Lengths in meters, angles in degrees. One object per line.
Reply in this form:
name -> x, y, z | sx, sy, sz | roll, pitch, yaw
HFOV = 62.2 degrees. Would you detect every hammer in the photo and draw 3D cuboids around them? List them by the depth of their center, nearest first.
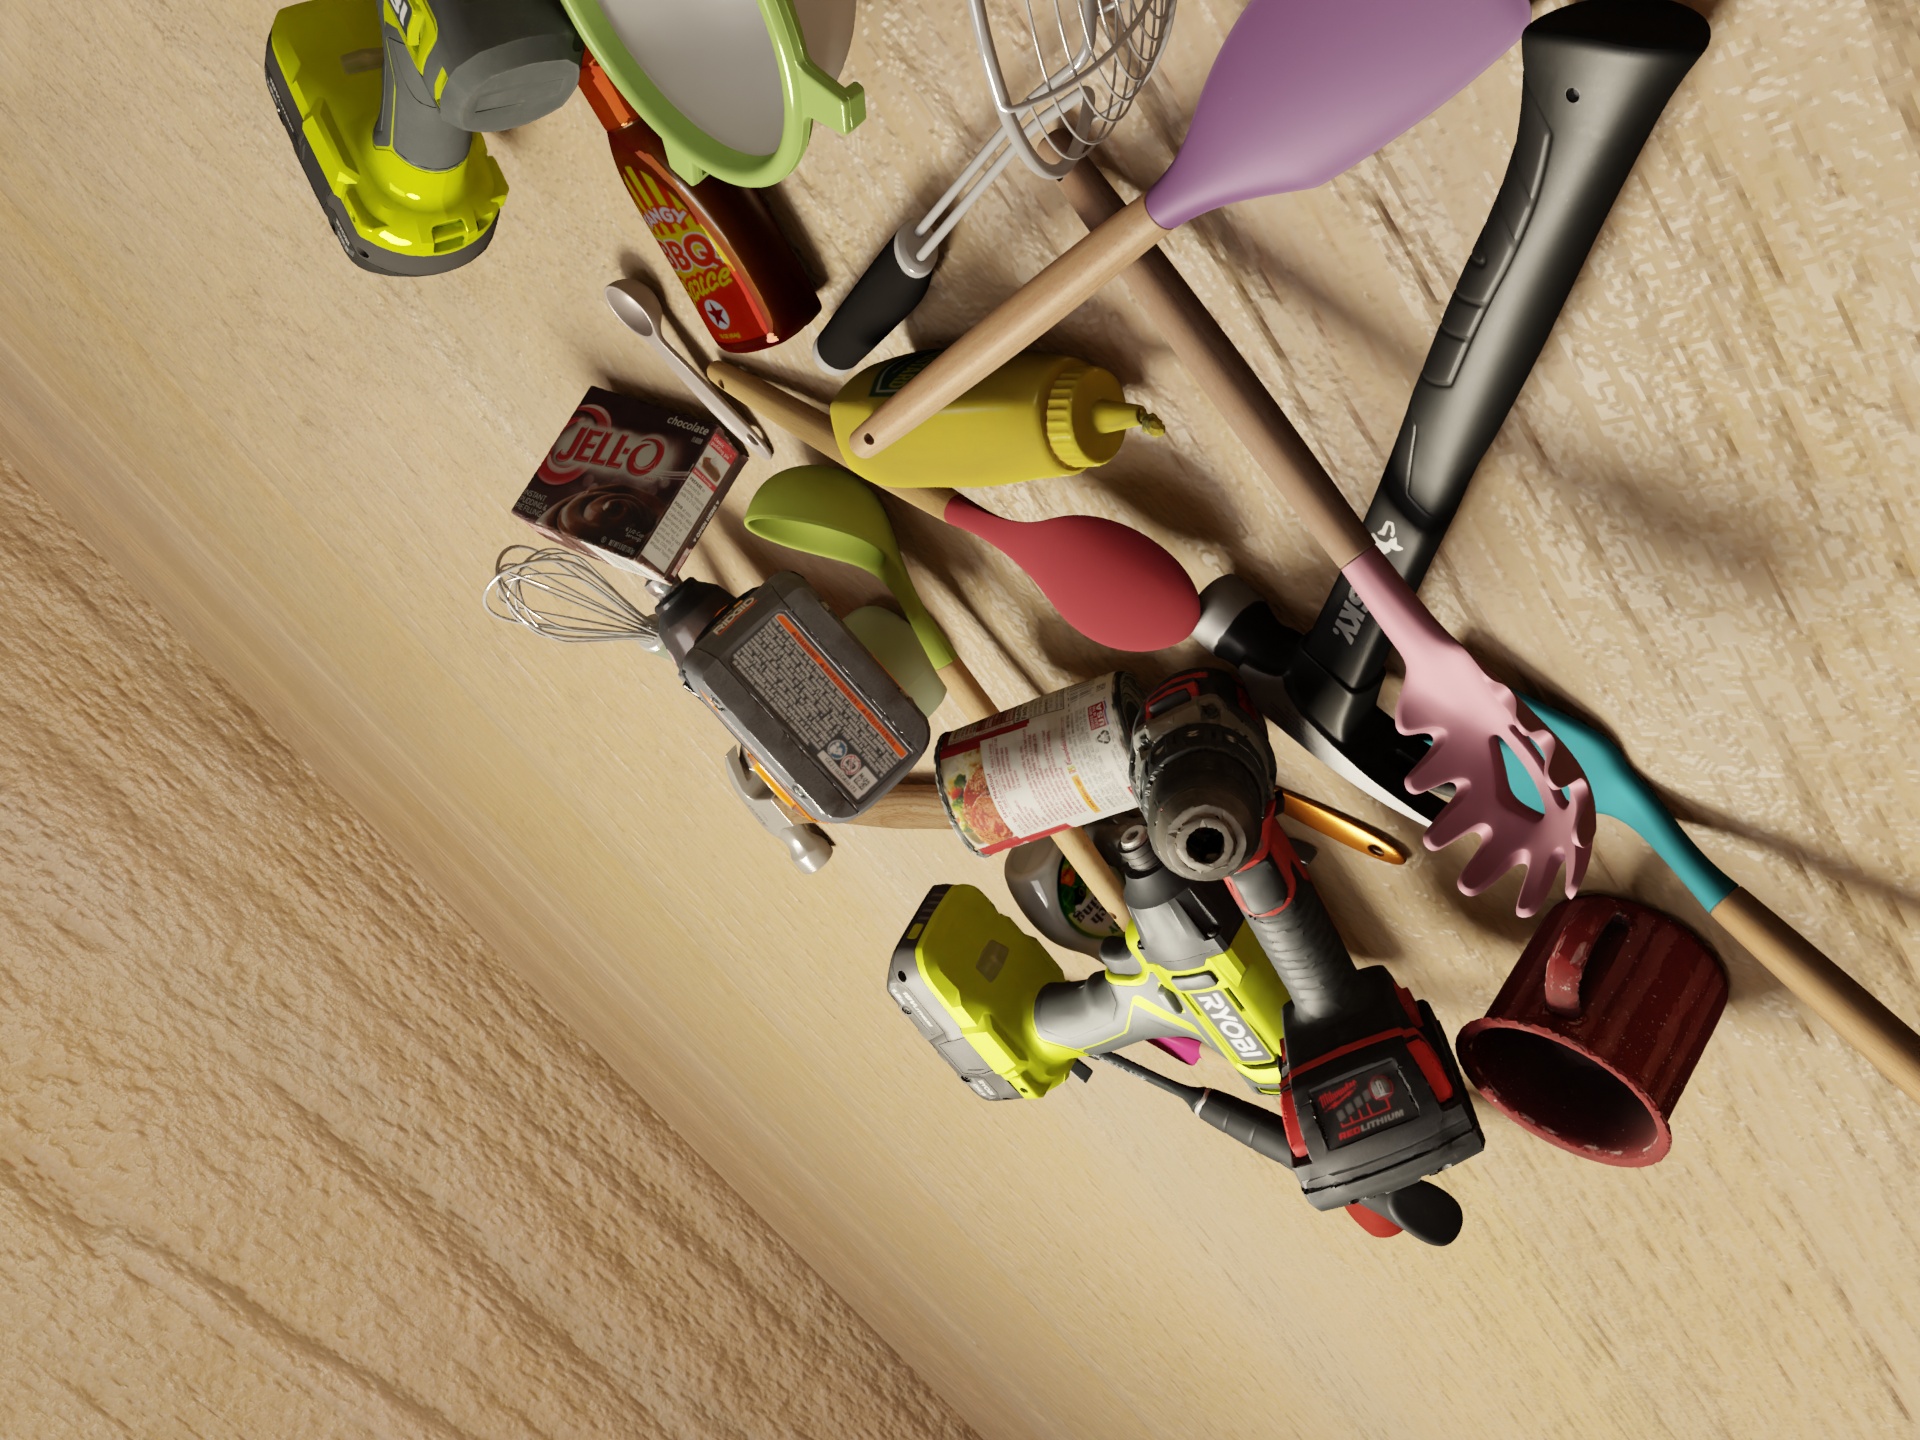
hammer -> 0.163, -0.085, 0.534 | 0.146, 0.035, 0.334 | 46, 155, 22
hammer -> 0.202, 0.191, 0.936 | 0.149, 0.037, 0.358 | 8, 139, 49
hammer -> 0.145, 0.240, 1.008 | 0.149, 0.036, 0.409 | 39, 166, -31
hammer -> -0.066, 0.058, 1.104 | 0.130, 0.031, 0.331 | 51, 153, -21

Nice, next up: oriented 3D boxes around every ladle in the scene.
ladle -> -0.020, -0.111, 0.743 | 0.316, 0.031, 0.069 | 34, 147, 34
ladle -> -0.001, -0.003, 0.853 | 0.320, 0.062, 0.078 | 54, 160, -14

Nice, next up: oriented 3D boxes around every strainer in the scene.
strainer -> -0.110, -0.312, 0.538 | 0.152, 0.069, 0.256 | 16, 142, 57

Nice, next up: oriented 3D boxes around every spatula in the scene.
spatula -> 0.050, -0.163, 0.543 | 0.059, 0.018, 0.316 | 54, 140, -7
spatula -> 0.296, 0.091, 0.587 | 0.318, 0.044, 0.082 | 48, 156, 28

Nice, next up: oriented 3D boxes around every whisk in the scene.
whisk -> -0.195, -0.055, 0.975 | 0.246, 0.059, 0.058 | 23, -142, -58

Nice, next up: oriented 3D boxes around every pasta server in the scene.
pasta server -> 0.117, -0.076, 0.547 | 0.316, 0.040, 0.060 | 55, 145, 6

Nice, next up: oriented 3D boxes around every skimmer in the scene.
skimmer -> -0.023, -0.200, 0.564 | 0.090, 0.127, 0.363 | 7, 170, -20

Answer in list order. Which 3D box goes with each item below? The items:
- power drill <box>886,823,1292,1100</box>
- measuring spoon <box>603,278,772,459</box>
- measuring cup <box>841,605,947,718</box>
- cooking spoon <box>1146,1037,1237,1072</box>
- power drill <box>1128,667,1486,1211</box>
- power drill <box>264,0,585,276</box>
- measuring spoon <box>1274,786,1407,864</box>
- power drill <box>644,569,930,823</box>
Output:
power drill -> 0.074, 0.135, 0.863 | 0.223, 0.080, 0.171 | -17, 120, 42
measuring spoon -> -0.139, -0.187, 0.844 | 0.124, 0.018, 0.034 | 46, 160, -26
measuring cup -> -0.063, -0.040, 0.949 | 0.083, 0.038, 0.168 | 54, 163, -27
cooking spoon -> 0.160, 0.196, 0.930 | 0.068, 0.017, 0.319 | 37, 166, -18
power drill -> 0.139, 0.092, 0.680 | 0.226, 0.080, 0.188 | 62, -167, -9
power drill -> -0.247, -0.314, 0.691 | 0.190, 0.080, 0.228 | 64, 153, -1
measuring spoon -> 0.165, 0.047, 0.786 | 0.117, 0.011, 0.021 | 26, 151, 29
power drill -> -0.108, -0.024, 0.877 | 0.164, 0.084, 0.226 | 49, 171, -12
